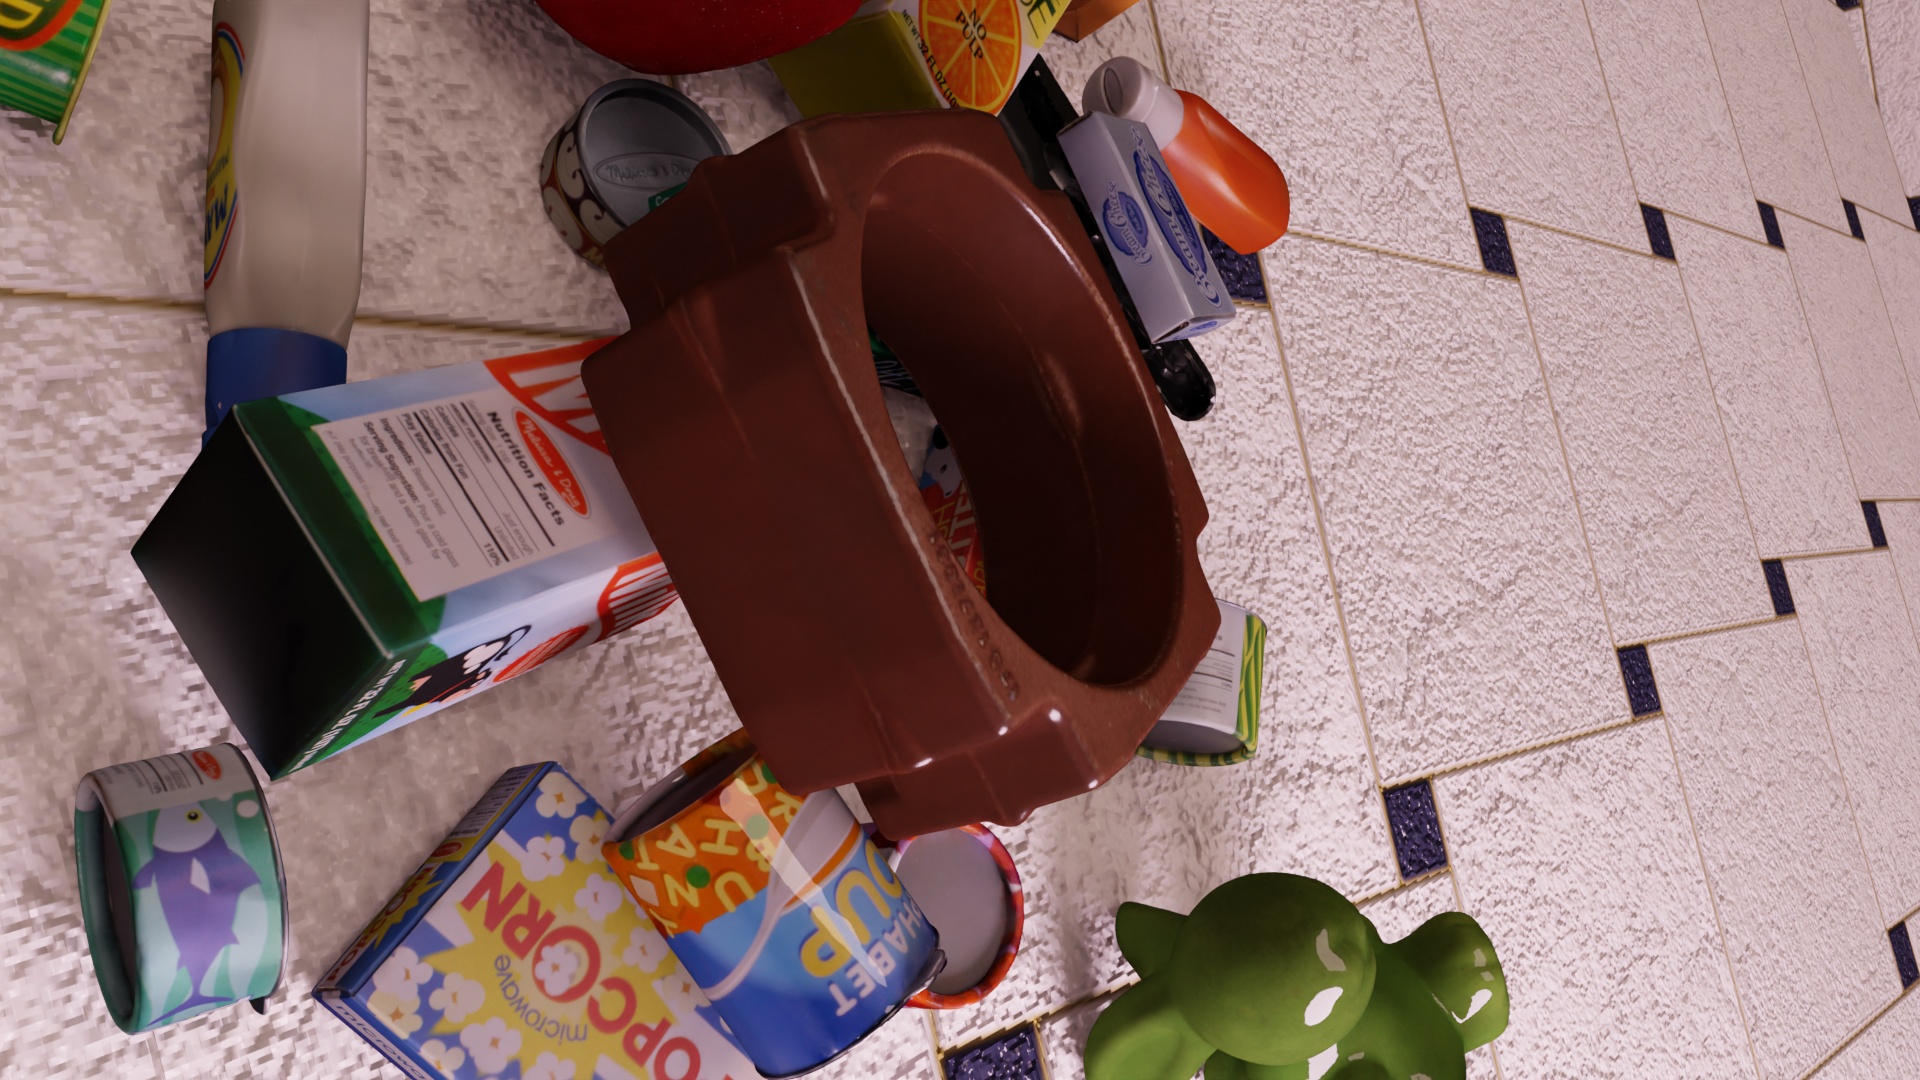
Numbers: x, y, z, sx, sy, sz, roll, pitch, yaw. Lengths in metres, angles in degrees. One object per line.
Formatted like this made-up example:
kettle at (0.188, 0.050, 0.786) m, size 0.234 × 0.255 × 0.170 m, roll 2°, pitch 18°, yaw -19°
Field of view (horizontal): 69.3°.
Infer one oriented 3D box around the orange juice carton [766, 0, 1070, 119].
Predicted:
orange juice carton at (0.000, -0.251, 0.602) m, size 0.071 × 0.073 × 0.193 m, roll 55°, pitch 52°, yaw -41°

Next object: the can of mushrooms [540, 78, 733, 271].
can of mushrooms at (-0.117, -0.130, 0.511) m, size 0.071 × 0.033 × 0.071 m, roll 16°, pitch 65°, yaw -38°

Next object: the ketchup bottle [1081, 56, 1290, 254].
ketchup bottle at (0.119, -0.202, 0.719) m, size 0.149 × 0.043 × 0.065 m, roll 17°, pitch 56°, yaw -50°

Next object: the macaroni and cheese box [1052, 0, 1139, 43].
macaroni and cheese box at (0.081, -0.359, 0.702) m, size 0.040 × 0.123 × 0.167 m, roll 9°, pitch 70°, yaw -41°

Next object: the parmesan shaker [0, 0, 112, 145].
parmesan shaker at (-0.277, -0.155, 0.354) m, size 0.103 × 0.071 × 0.071 m, roll 18°, pitch 65°, yaw -37°

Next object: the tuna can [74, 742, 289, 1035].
tuna can at (-0.195, 0.088, 0.346) m, size 0.033 × 0.071 × 0.071 m, roll -8°, pitch 82°, yaw -42°

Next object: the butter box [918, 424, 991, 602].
butter box at (0.002, -0.007, 0.562) m, size 0.024 × 0.053 × 0.104 m, roll 31°, pitch 57°, yaw -29°

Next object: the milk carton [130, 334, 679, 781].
milk carton at (-0.124, -0.008, 0.413) m, size 0.073 × 0.072 × 0.191 m, roll 56°, pitch 34°, yaw 5°

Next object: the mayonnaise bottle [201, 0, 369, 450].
mayonnaise bottle at (-0.199, -0.092, 0.407) m, size 0.041 × 0.064 × 0.148 m, roll 6°, pitch 76°, yaw -38°

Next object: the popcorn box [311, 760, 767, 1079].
popcorn box at (-0.114, 0.140, 0.419) m, size 0.126 × 0.038 × 0.085 m, roll 50°, pitch 48°, yaw -17°

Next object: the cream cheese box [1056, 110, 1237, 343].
cream cheese box at (0.084, -0.139, 0.619) m, size 0.053 × 0.024 × 0.104 m, roll -16°, pitch 81°, yaw -56°

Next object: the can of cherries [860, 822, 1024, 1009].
can of cherries at (-0.018, 0.131, 0.494) m, size 0.071 × 0.058 × 0.071 m, roll 15°, pitch 67°, yaw -37°

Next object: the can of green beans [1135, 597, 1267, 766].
can of green beans at (0.101, 0.063, 0.618) m, size 0.071 × 0.071 × 0.058 m, roll 28°, pitch 60°, yaw -32°

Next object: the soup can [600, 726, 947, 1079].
soup can at (-0.054, 0.103, 0.411) m, size 0.072 × 0.071 × 0.083 m, roll -41°, pitch 102°, yaw -42°

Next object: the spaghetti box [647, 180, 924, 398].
spaghetti box at (-0.017, -0.085, 0.562) m, size 0.250 × 0.028 × 0.050 m, roll 10°, pitch 69°, yaw -50°
